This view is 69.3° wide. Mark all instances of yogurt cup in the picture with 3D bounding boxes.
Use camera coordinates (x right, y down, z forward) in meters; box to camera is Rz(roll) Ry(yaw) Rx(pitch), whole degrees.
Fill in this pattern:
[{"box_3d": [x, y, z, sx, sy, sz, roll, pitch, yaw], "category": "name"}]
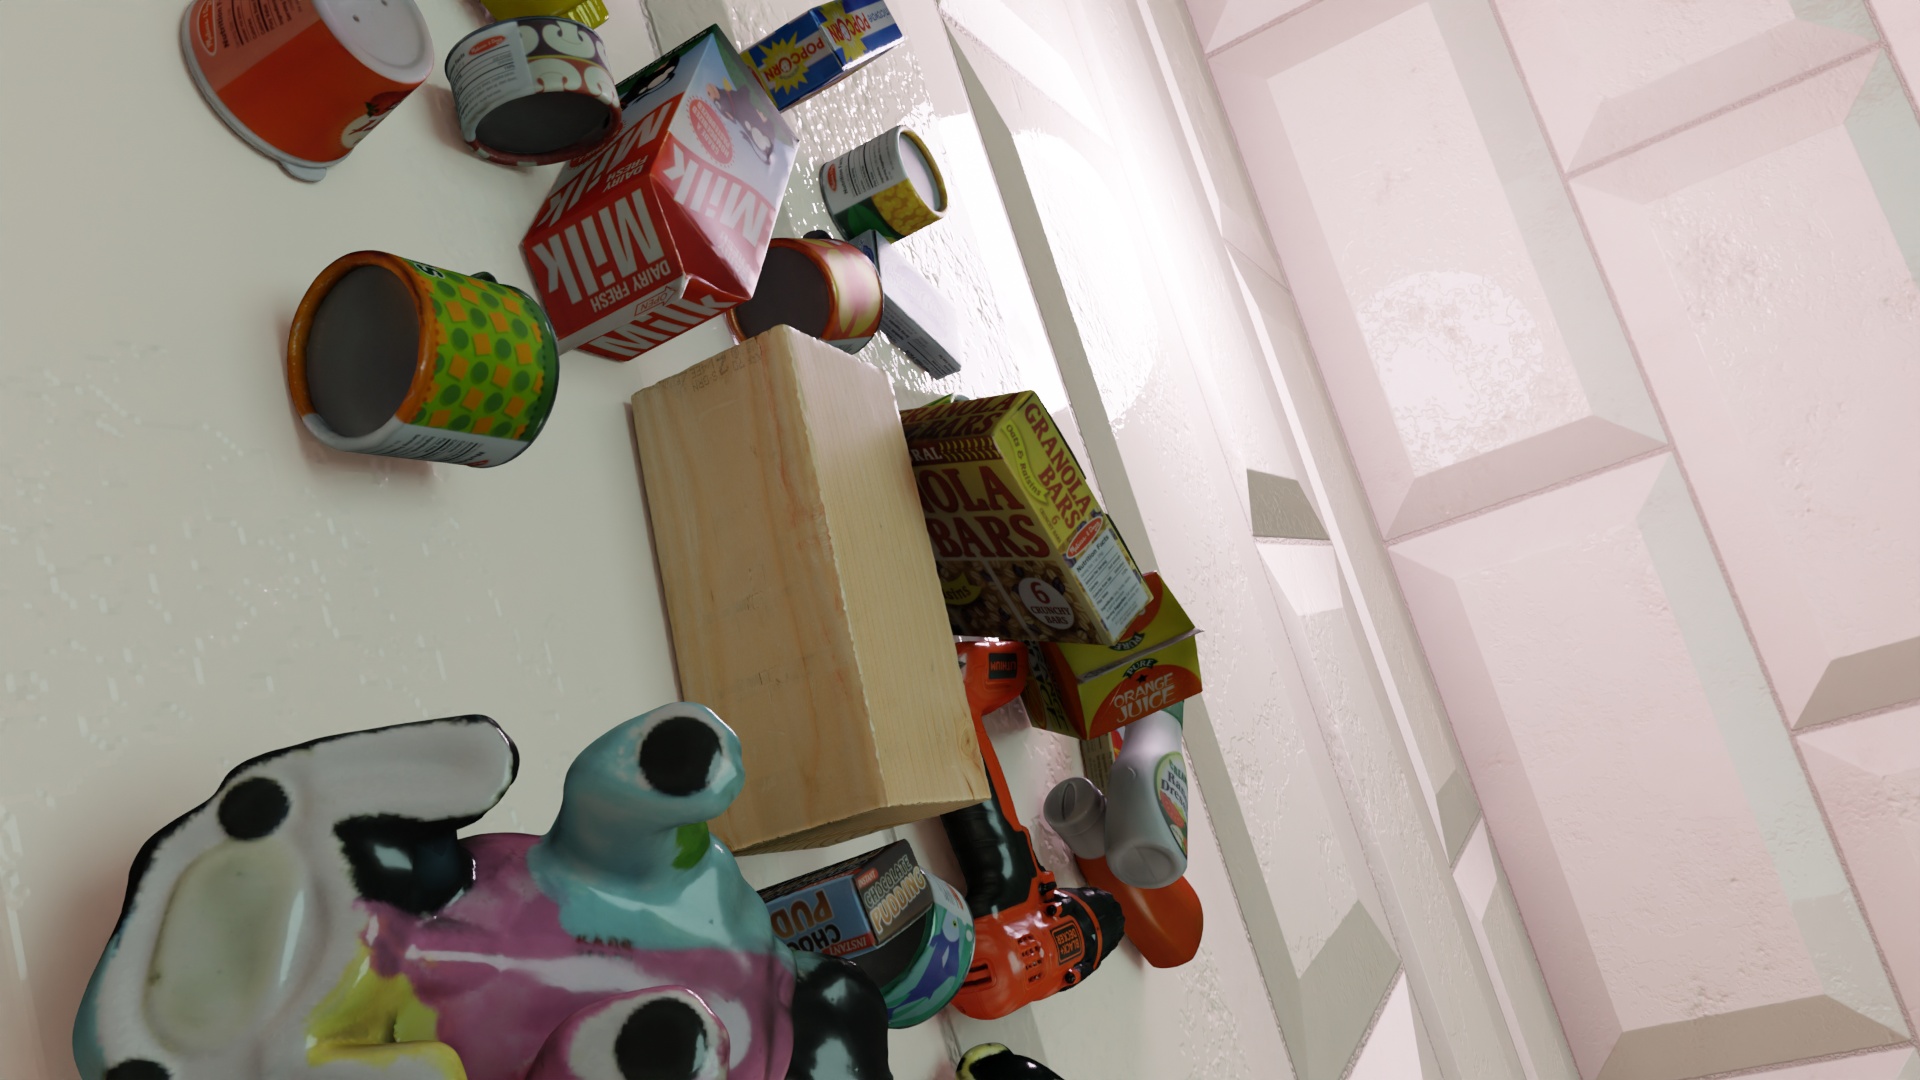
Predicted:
[{"box_3d": [-0.223, -0.172, 0.484, 0.072, 0.054, 0.073, 47, 31, -39], "category": "yogurt cup"}]

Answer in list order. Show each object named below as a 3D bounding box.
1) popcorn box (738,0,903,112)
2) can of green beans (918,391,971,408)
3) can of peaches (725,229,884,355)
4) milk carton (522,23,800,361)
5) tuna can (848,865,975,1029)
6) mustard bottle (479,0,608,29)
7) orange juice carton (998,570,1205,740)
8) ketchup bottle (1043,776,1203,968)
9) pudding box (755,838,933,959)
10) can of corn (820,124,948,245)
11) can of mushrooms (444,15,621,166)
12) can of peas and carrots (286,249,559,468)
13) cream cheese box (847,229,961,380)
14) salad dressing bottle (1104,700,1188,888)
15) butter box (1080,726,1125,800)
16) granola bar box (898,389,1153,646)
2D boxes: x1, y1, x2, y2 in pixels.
[{"box_3d": [-0.092, -0.283, 0.820, 0.038, 0.085, 0.127, 60, 25, -17], "category": "popcorn box"}, {"box_3d": [-0.014, -0.047, 0.821, 0.071, 0.057, 0.071, 47, 32, -41], "category": "can of green beans"}, {"box_3d": [-0.083, -0.129, 0.732, 0.071, 0.071, 0.058, 68, 24, -2], "category": "can of peaches"}, {"box_3d": [-0.135, -0.151, 0.633, 0.073, 0.072, 0.191, 52, 29, -34], "category": "milk carton"}, {"box_3d": [-0.031, 0.173, 0.593, 0.032, 0.071, 0.071, 45, 32, -41], "category": "tuna can"}, {"box_3d": [-0.197, -0.268, 0.612, 0.159, 0.065, 0.049, 60, 20, -28], "category": "mustard bottle"}, {"box_3d": [0.079, 0.066, 0.795, 0.192, 0.072, 0.073, 151, -82, -80], "category": "orange juice carton"}, {"box_3d": [0.104, 0.206, 0.877, 0.148, 0.043, 0.065, 53, 29, -32], "category": "ketchup bottle"}, {"box_3d": [-0.059, 0.146, 0.531, 0.050, 0.083, 0.030, -14, 81, -66], "category": "pudding box"}, {"box_3d": [-0.047, -0.227, 0.902, 0.071, 0.058, 0.071, 46, 32, -41], "category": "can of corn"}, {"box_3d": [-0.176, -0.186, 0.581, 0.071, 0.071, 0.033, 2, 69, -65], "category": "can of mushrooms"}, {"box_3d": [-0.180, -0.062, 0.467, 0.059, 0.071, 0.071, 6, 65, -64], "category": "can of peas and carrots"}, {"box_3d": [-0.035, -0.152, 0.907, 0.103, 0.024, 0.053, 37, 38, -50], "category": "cream cheese box"}, {"box_3d": [0.117, 0.141, 0.851, 0.064, 0.044, 0.148, 58, 27, -29], "category": "salad dressing bottle"}, {"box_3d": [0.105, 0.153, 0.950, 0.053, 0.024, 0.104, 37, 38, -49], "category": "butter box"}, {"box_3d": [0.002, -0.009, 0.697, 0.039, 0.165, 0.124, -45, 116, -30], "category": "granola bar box"}]
